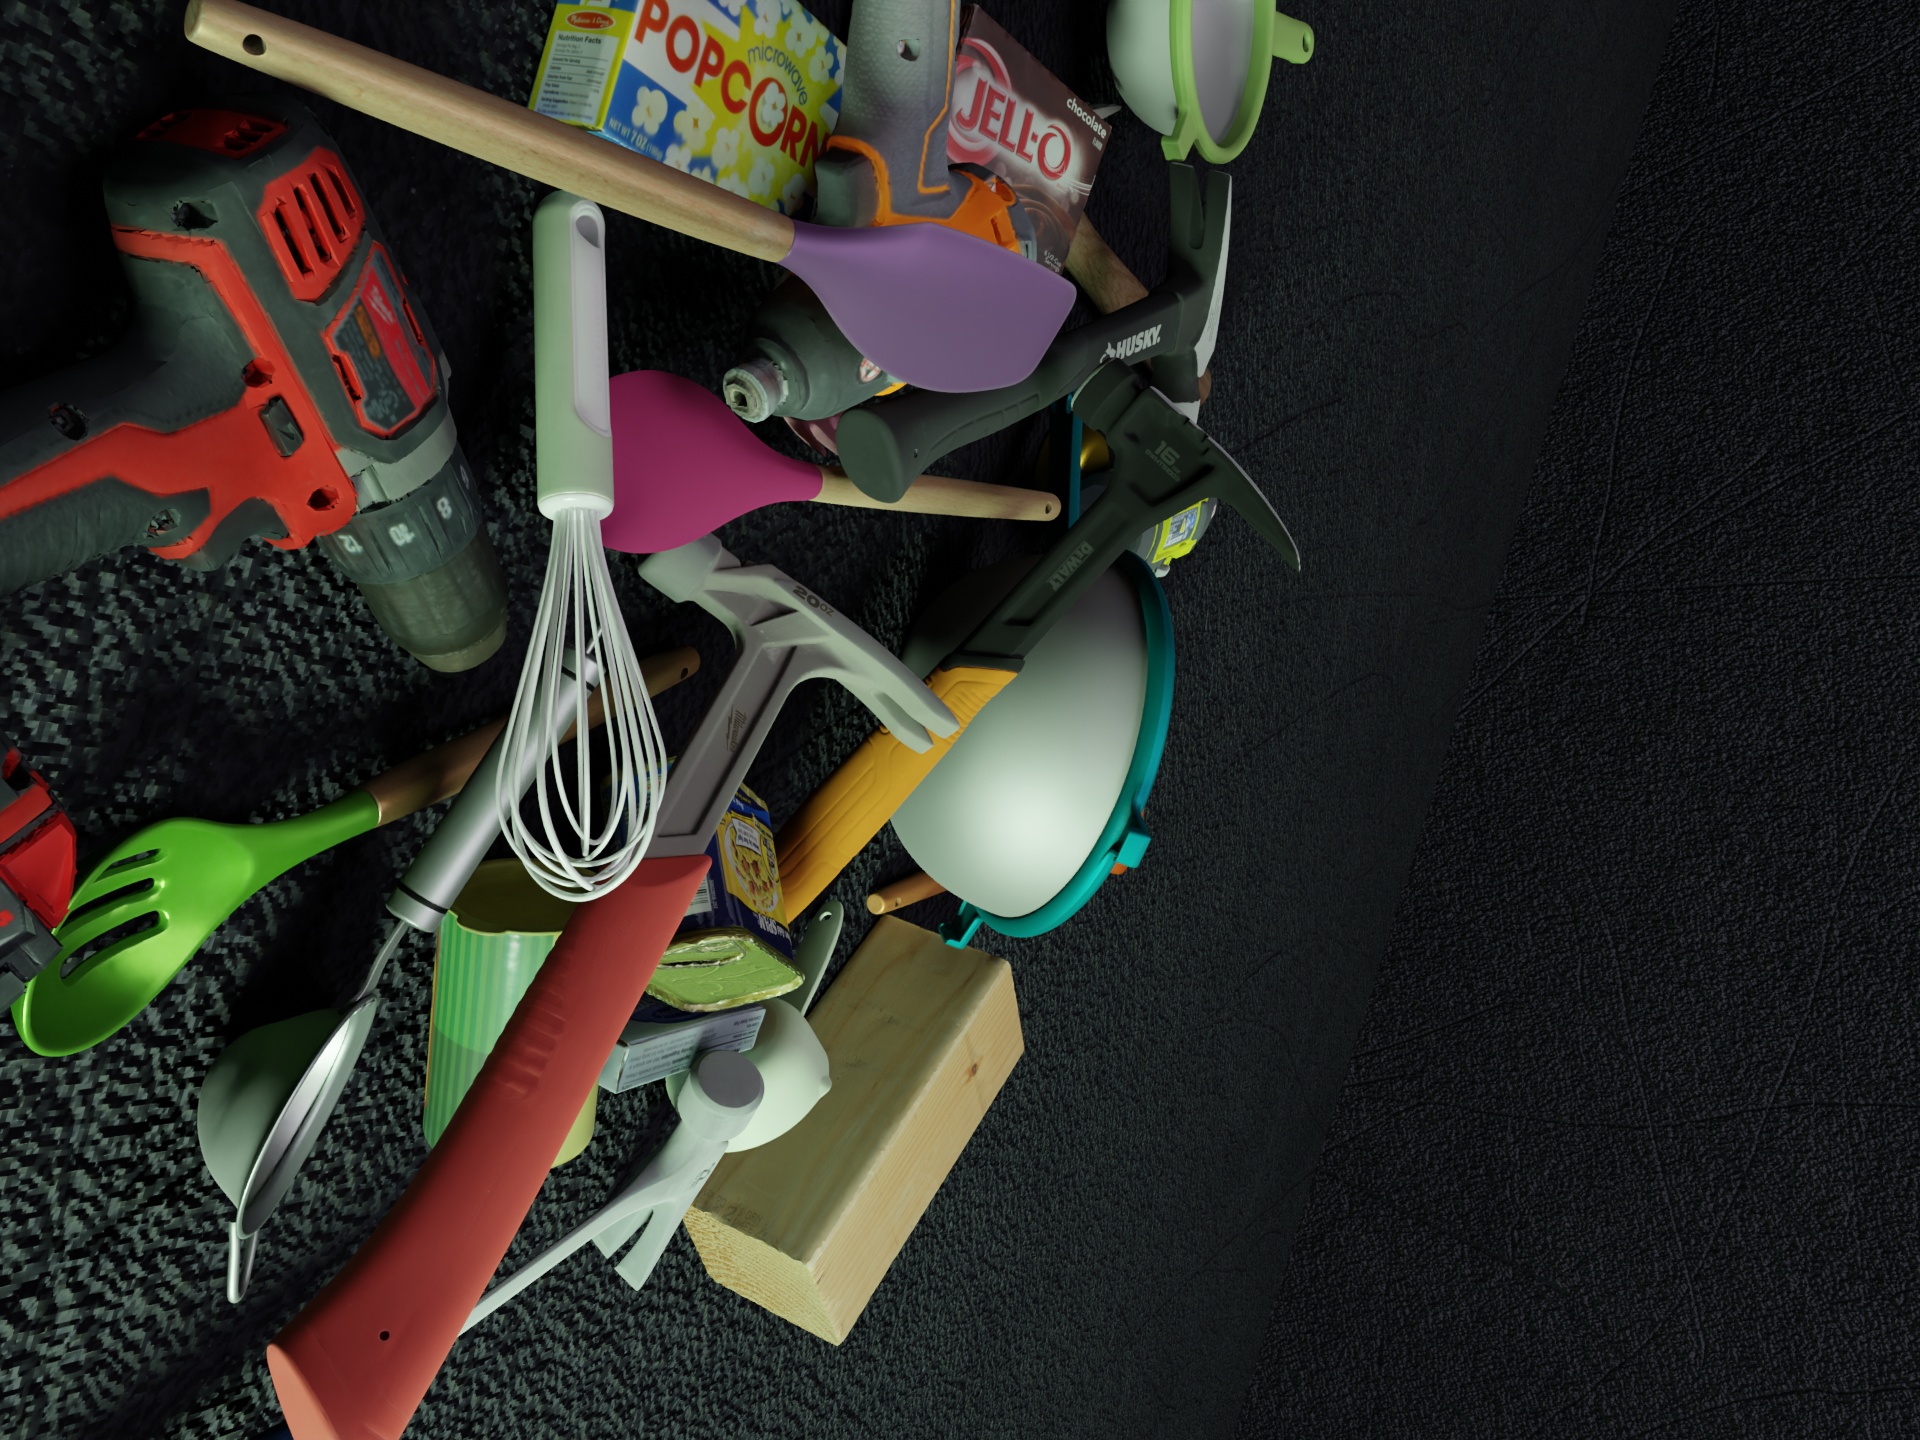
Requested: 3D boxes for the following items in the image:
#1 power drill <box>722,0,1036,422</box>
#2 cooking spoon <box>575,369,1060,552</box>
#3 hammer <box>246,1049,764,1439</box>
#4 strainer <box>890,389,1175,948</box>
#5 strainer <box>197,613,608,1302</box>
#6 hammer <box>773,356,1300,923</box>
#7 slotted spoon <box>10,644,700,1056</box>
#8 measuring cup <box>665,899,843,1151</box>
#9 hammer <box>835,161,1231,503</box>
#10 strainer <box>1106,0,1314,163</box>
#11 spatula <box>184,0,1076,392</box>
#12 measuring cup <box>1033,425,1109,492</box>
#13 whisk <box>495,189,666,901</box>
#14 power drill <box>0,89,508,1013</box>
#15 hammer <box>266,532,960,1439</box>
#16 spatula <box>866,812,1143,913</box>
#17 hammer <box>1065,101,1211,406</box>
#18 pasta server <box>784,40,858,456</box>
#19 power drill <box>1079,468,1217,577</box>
[{"bbox_3d":[-0.037,-0.221,0.566,0.164,0.084,0.226,-47,148,-38],"label":"power drill"},{"bbox_3d":[-0.047,-0.101,0.683,0.318,0.017,0.068,-5,110,-54],"label":"cooking spoon"},{"bbox_3d":[-0.234,0.261,0.583,0.405,0.035,0.144,-28,155,-50],"label":"hammer"},{"bbox_3d":[0.019,-0.059,0.846,0.095,0.211,0.341,15,64,-23],"label":"strainer"},{"bbox_3d":[-0.190,0.069,0.538,0.258,0.050,0.087,-58,-175,-9],"label":"strainer"},{"bbox_3d":[-0.001,-0.002,0.727,0.337,0.127,0.034,-46,169,6],"label":"hammer"},{"bbox_3d":[-0.191,0.023,0.562,0.314,0.031,0.070,-34,147,-55],"label":"slotted spoon"},{"bbox_3d":[-0.094,0.139,0.800,0.168,0.083,0.038,-68,143,-49],"label":"measuring cup"},{"bbox_3d":[0.047,-0.174,0.760,0.335,0.035,0.146,-36,140,-50],"label":"hammer"},{"bbox_3d":[0.142,-0.399,0.916,0.256,0.069,0.151,-33,127,-59],"label":"strainer"},{"bbox_3d":[-0.078,-0.157,0.501,0.315,0.018,0.059,8,124,-45],"label":"spatula"},{"bbox_3d":[0.083,-0.126,1.008,0.062,0.029,0.156,-62,150,-21],"label":"measuring cup"},{"bbox_3d":[-0.126,-0.063,0.526,0.057,0.059,0.246,19,64,-61],"label":"whisk"},{"bbox_3d":[-0.216,-0.033,0.426,0.227,0.080,0.187,-57,151,-35],"label":"power drill"},{"bbox_3d":[-0.116,0.085,0.564,0.149,0.036,0.359,37,49,-17],"label":"hammer"},{"bbox_3d":[0.037,0.088,1.042,0.322,0.041,0.081,-13,118,-60],"label":"spatula"},{"bbox_3d":[0.095,-0.256,0.951,0.331,0.031,0.130,19,89,-65],"label":"hammer"},{"bbox_3d":[-0.036,-0.270,0.674,0.060,0.040,0.316,-2,107,-54],"label":"pasta server"},{"bbox_3d":[0.101,-0.055,1.007,0.171,0.080,0.223,-28,136,-60],"label":"power drill"}]
